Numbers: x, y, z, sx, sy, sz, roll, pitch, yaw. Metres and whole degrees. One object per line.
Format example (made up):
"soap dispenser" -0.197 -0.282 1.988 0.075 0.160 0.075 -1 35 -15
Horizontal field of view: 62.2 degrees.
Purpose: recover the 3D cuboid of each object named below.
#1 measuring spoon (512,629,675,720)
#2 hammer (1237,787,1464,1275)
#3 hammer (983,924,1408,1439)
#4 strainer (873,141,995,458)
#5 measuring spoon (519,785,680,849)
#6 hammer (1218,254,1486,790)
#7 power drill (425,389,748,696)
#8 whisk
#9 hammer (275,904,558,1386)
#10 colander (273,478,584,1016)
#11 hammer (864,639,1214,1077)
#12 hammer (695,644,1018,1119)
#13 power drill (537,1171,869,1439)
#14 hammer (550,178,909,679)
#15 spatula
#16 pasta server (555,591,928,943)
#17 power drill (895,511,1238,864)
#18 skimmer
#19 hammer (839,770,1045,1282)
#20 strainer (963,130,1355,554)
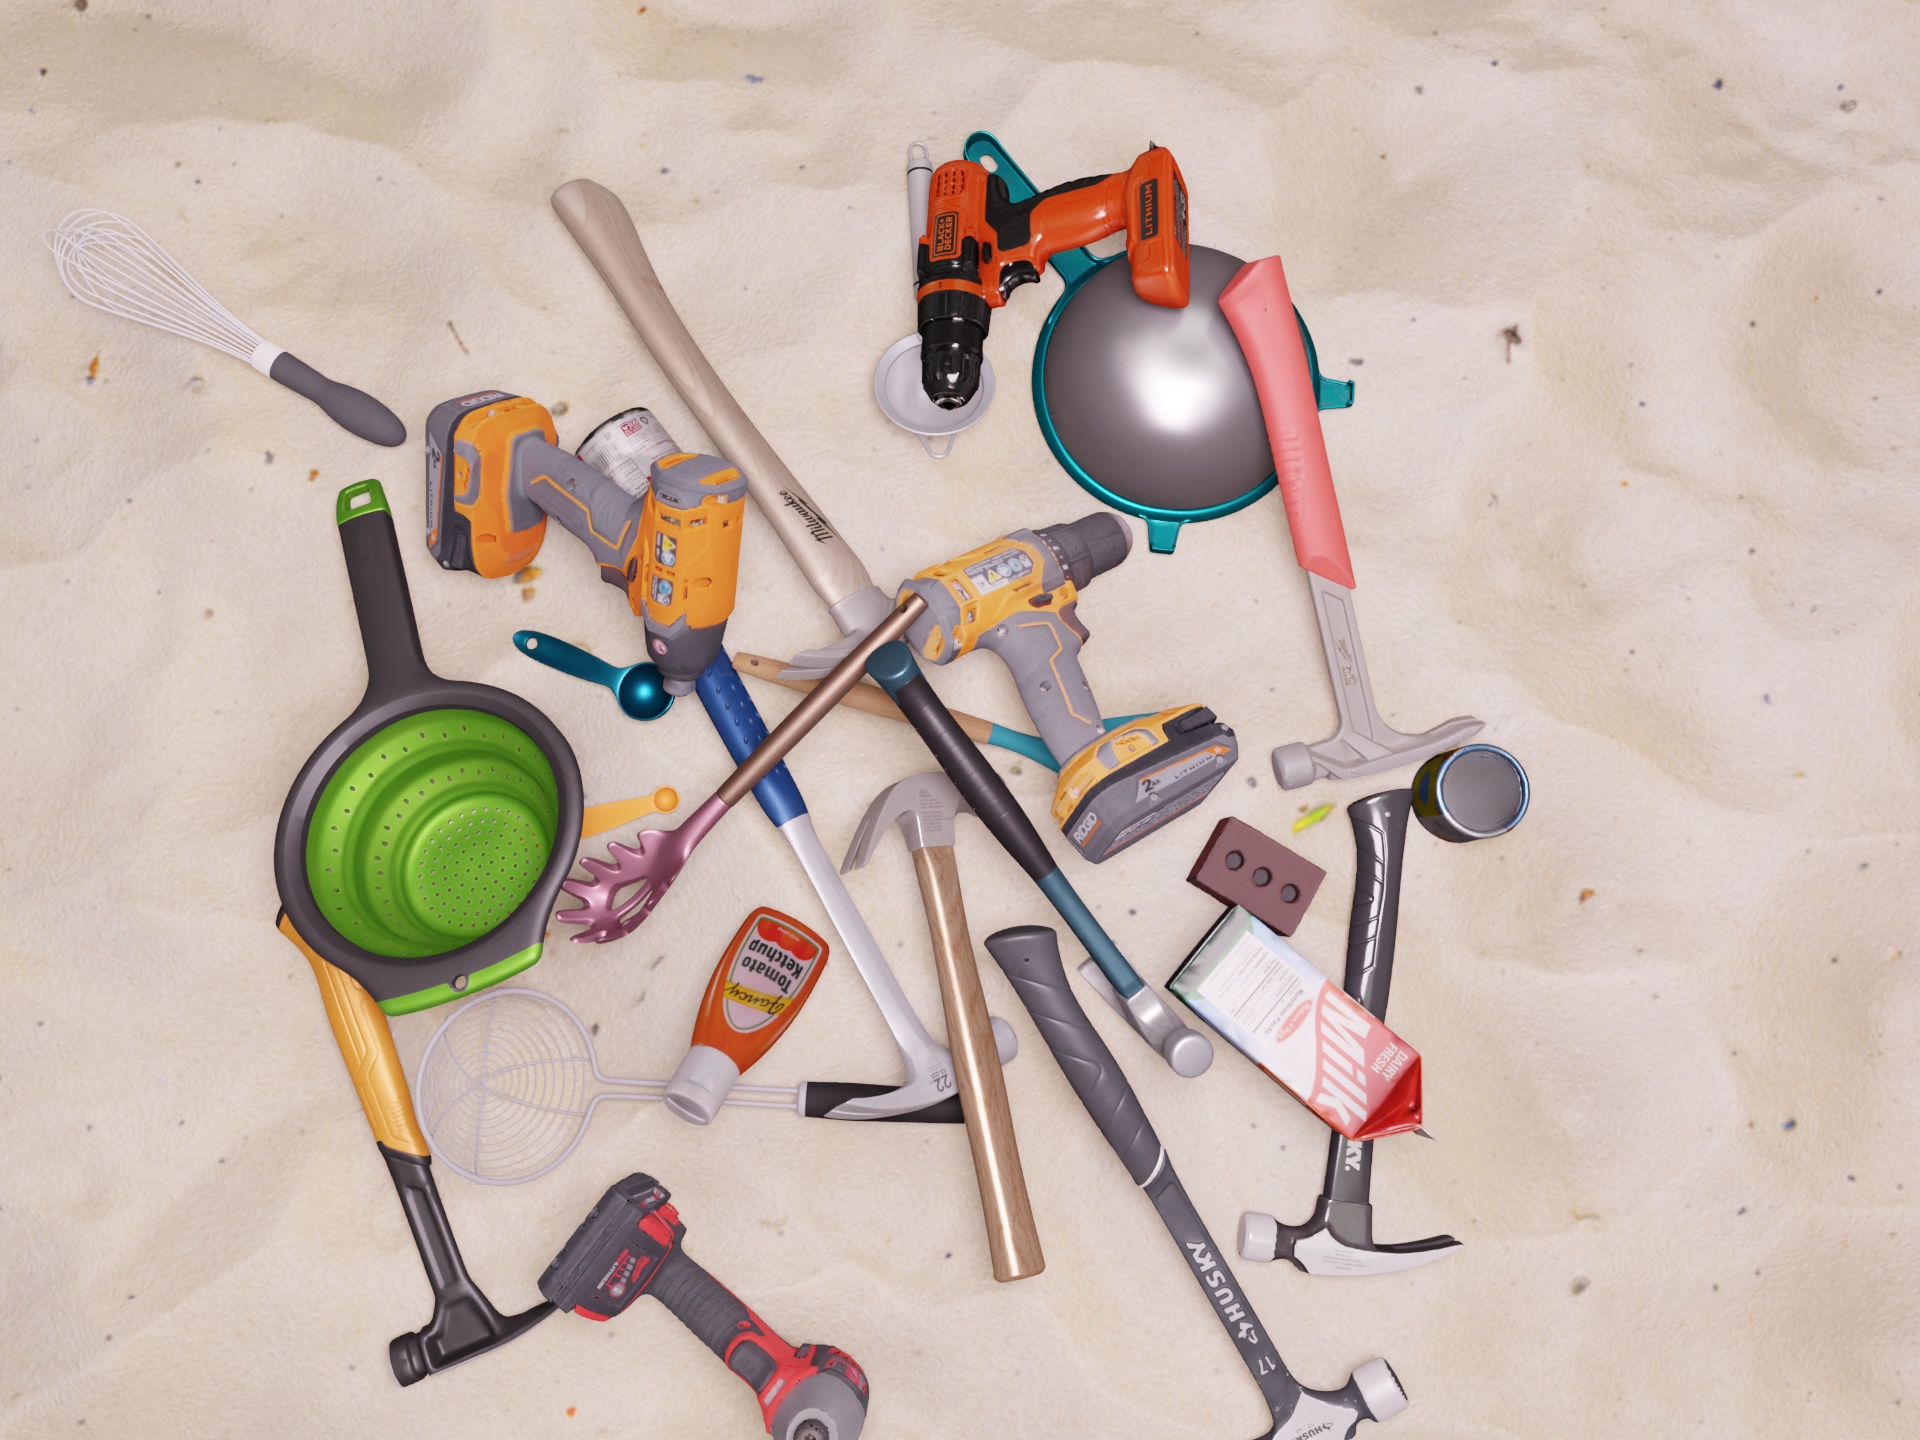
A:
"measuring spoon" -0.258 -0.035 1.126 0.128 0.021 0.042 22 84 11
"hammer" 0.283 0.211 1.097 0.146 0.035 0.335 8 83 0
"hammer" 0.130 0.311 1.043 0.149 0.036 0.409 -30 94 5
"strainer" -0.023 -0.302 1.149 0.087 0.050 0.258 -2 78 -4
"measuring spoon" -0.252 0.069 1.115 0.117 0.011 0.021 -16 84 0
"hammer" 0.251 -0.136 1.082 0.149 0.037 0.359 -16 103 -2
"power drill" -0.247 -0.117 1.058 0.226 0.084 0.164 22 121 21
"whisk" -0.518 -0.274 1.130 0.284 0.070 0.070 31 83 -3
"hammer" -0.377 0.266 1.075 0.127 0.034 0.337 -23 84 -3
"colander" -0.363 0.014 1.089 0.204 0.094 0.397 -20 66 -2
"hammer" 0.046 0.086 1.029 0.033 0.128 0.331 -38 103 -6
"hammer" -0.113 0.079 1.081 0.144 0.035 0.406 -22 77 -39
"power drill" -0.153 0.390 1.012 0.220 0.143 0.078 37 81 5
"hammer" -0.173 -0.210 1.106 0.146 0.038 0.411 -26 77 -45
"spatula" -0.002 -0.004 1.100 0.317 0.044 0.082 15 69 -7
"pasta server" -0.139 0.030 1.032 0.316 0.040 0.060 -45 60 5
"power drill" 0.089 -0.037 1.071 0.185 0.084 0.226 -27 70 -29
"skimmer" -0.167 0.249 1.053 0.363 0.090 0.127 3 77 -1
"hammer" 0.003 0.195 1.041 0.130 0.031 0.331 -2 73 -36
"strainer" 0.118 -0.301 1.124 0.211 0.095 0.340 -39 87 -5
